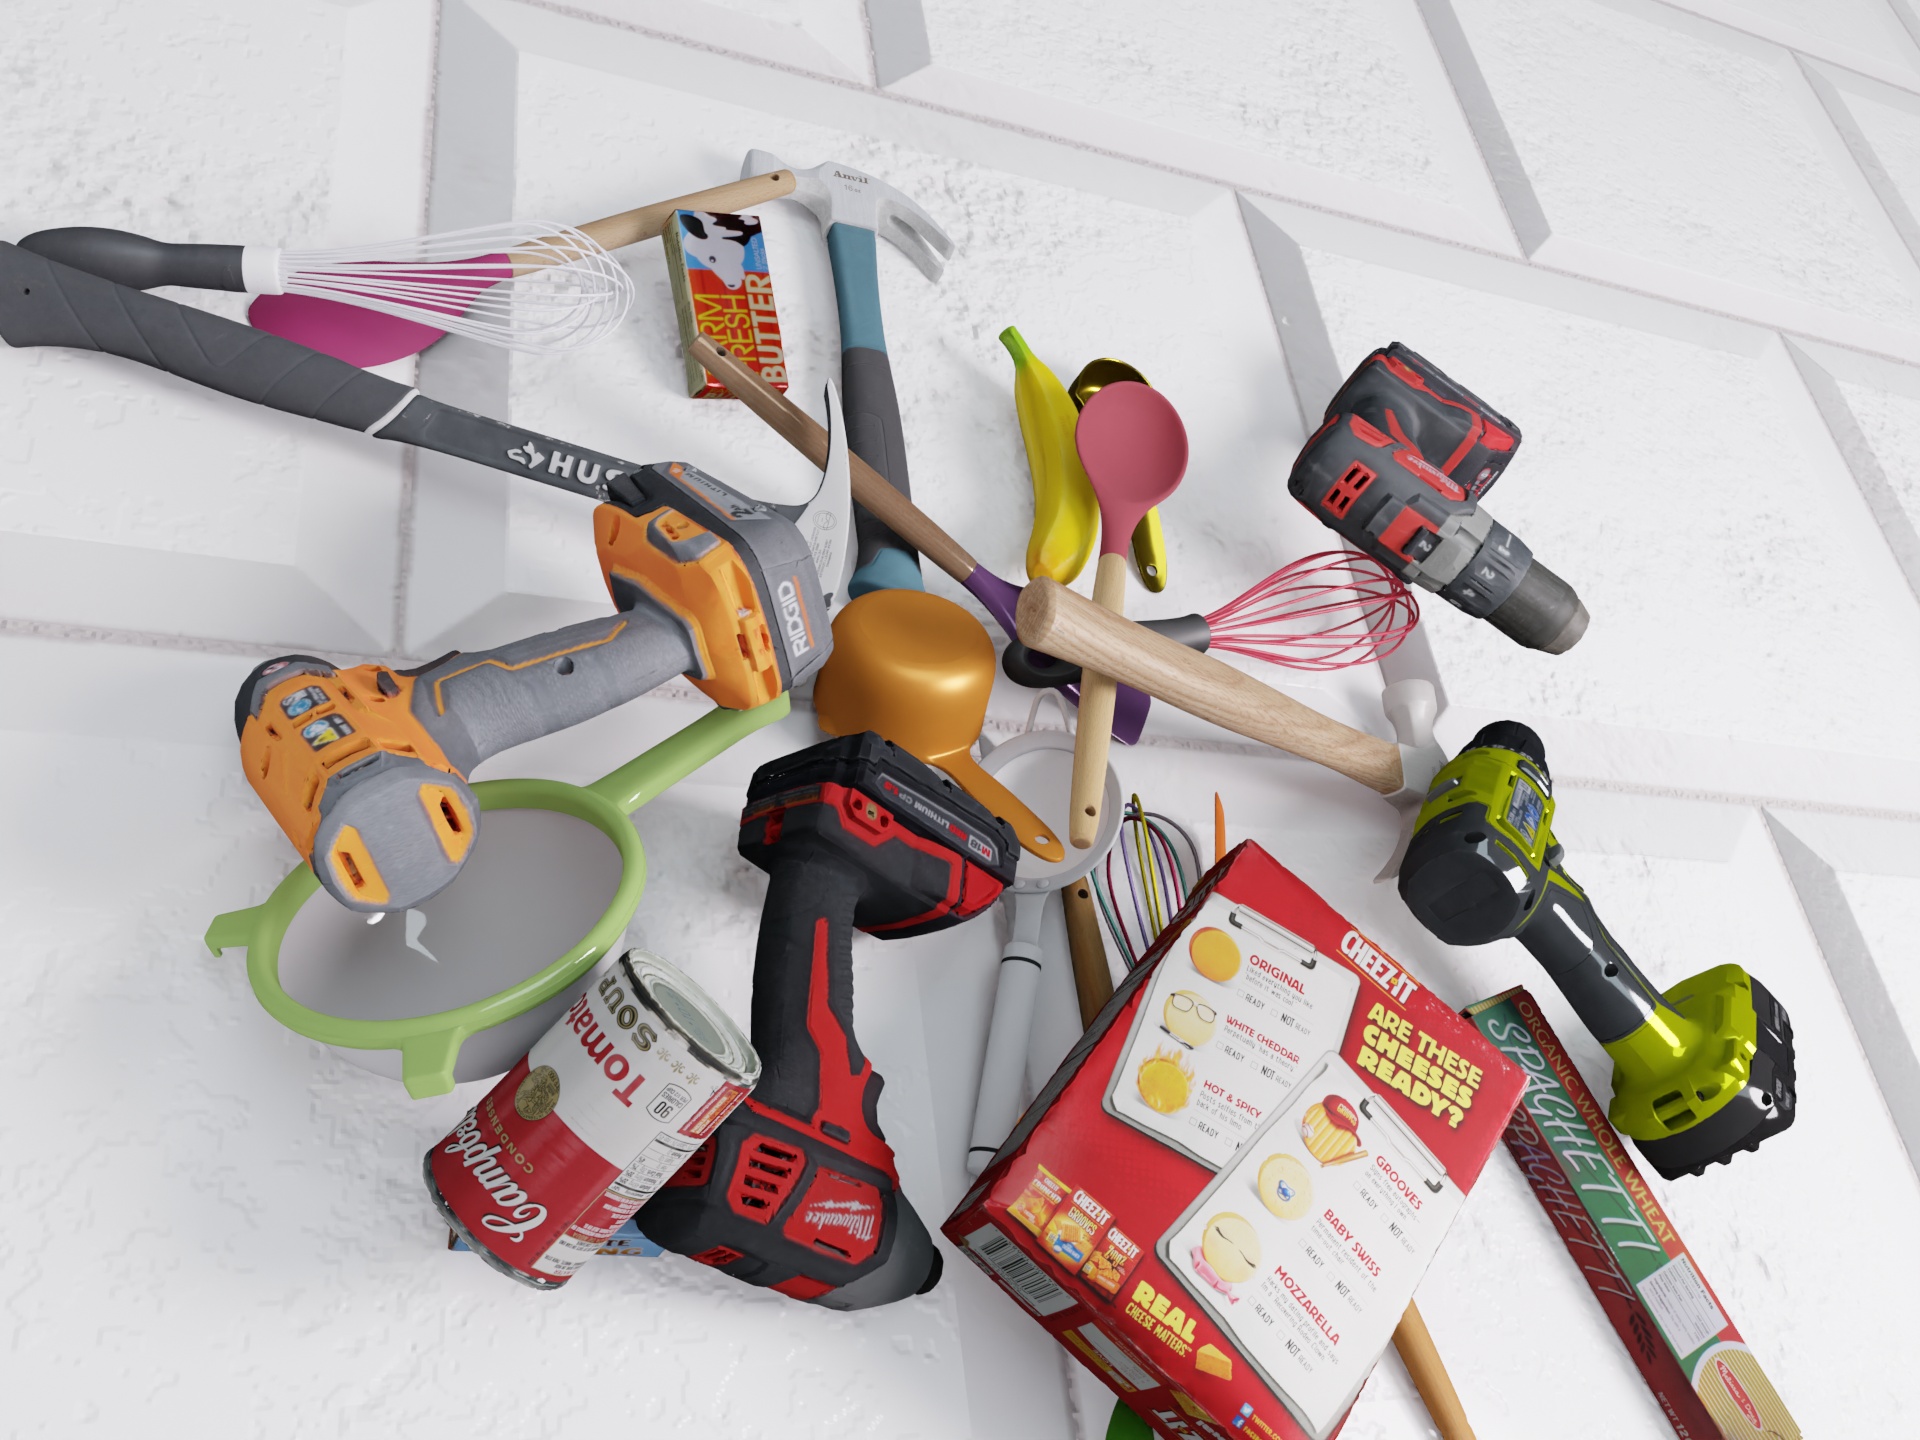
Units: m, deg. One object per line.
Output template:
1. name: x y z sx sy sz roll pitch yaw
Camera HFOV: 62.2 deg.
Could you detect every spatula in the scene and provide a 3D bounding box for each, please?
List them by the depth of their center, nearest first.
1. spatula: 0.175 0.189 0.765 0.041 0.081 0.323 -25 73 3
2. spatula: -0.014 -0.096 0.836 0.315 0.018 0.060 38 49 -18

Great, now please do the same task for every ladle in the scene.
1. ladle: 0.079 -0.064 0.827 0.069 0.031 0.316 19 50 -10

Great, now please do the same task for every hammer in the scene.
1. hammer: -0.247 -0.145 0.752 0.409 0.036 0.149 17 91 -9
2. hammer: 0.156 -0.002 0.827 0.331 0.031 0.130 20 56 -37
3. hammer: -0.055 -0.198 0.914 0.128 0.033 0.331 6 57 -22

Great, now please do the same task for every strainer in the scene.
1. strainer: -0.159 0.067 0.656 0.152 0.069 0.256 19 40 35
2. strainer: 0.030 0.106 0.753 0.087 0.050 0.259 -1 58 21

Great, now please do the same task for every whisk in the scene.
1. whisk: 0.103 0.147 0.760 0.051 0.047 0.245 4 61 -25
2. whisk: -0.303 -0.217 0.770 0.284 0.070 0.070 1 58 -11
3. whisk: 0.147 -0.051 0.891 0.295 0.073 0.073 -11 65 -31

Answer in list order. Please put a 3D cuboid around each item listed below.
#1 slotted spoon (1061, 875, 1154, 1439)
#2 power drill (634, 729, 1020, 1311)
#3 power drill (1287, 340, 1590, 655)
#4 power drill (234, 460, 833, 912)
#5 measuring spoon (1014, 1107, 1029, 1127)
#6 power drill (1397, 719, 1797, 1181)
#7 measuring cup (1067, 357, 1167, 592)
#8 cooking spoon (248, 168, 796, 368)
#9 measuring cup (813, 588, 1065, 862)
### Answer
1. slotted spoon: 0.076 0.210 0.717 0.070 0.031 0.314 6 56 -23
2. power drill: -0.047 0.129 0.665 0.143 0.078 0.220 36 51 -35
3. power drill: 0.294 -0.135 0.967 0.188 0.080 0.227 35 30 -1
4. power drill: -0.187 -0.025 0.666 0.226 0.084 0.164 -31 40 -25
5. measuring spoon: 0.073 0.161 0.715 0.117 0.011 0.021 -22 75 -27
6. power drill: 0.336 0.109 0.850 0.228 0.080 0.190 48 34 0
7. measuring cup: 0.099 -0.146 0.967 0.062 0.029 0.157 -1 72 -26
8. cooking spoon: -0.223 -0.254 0.861 0.319 0.017 0.069 -28 74 -29
9. measuring cup: -0.001 -0.002 0.762 0.095 0.052 0.174 -16 45 -35
